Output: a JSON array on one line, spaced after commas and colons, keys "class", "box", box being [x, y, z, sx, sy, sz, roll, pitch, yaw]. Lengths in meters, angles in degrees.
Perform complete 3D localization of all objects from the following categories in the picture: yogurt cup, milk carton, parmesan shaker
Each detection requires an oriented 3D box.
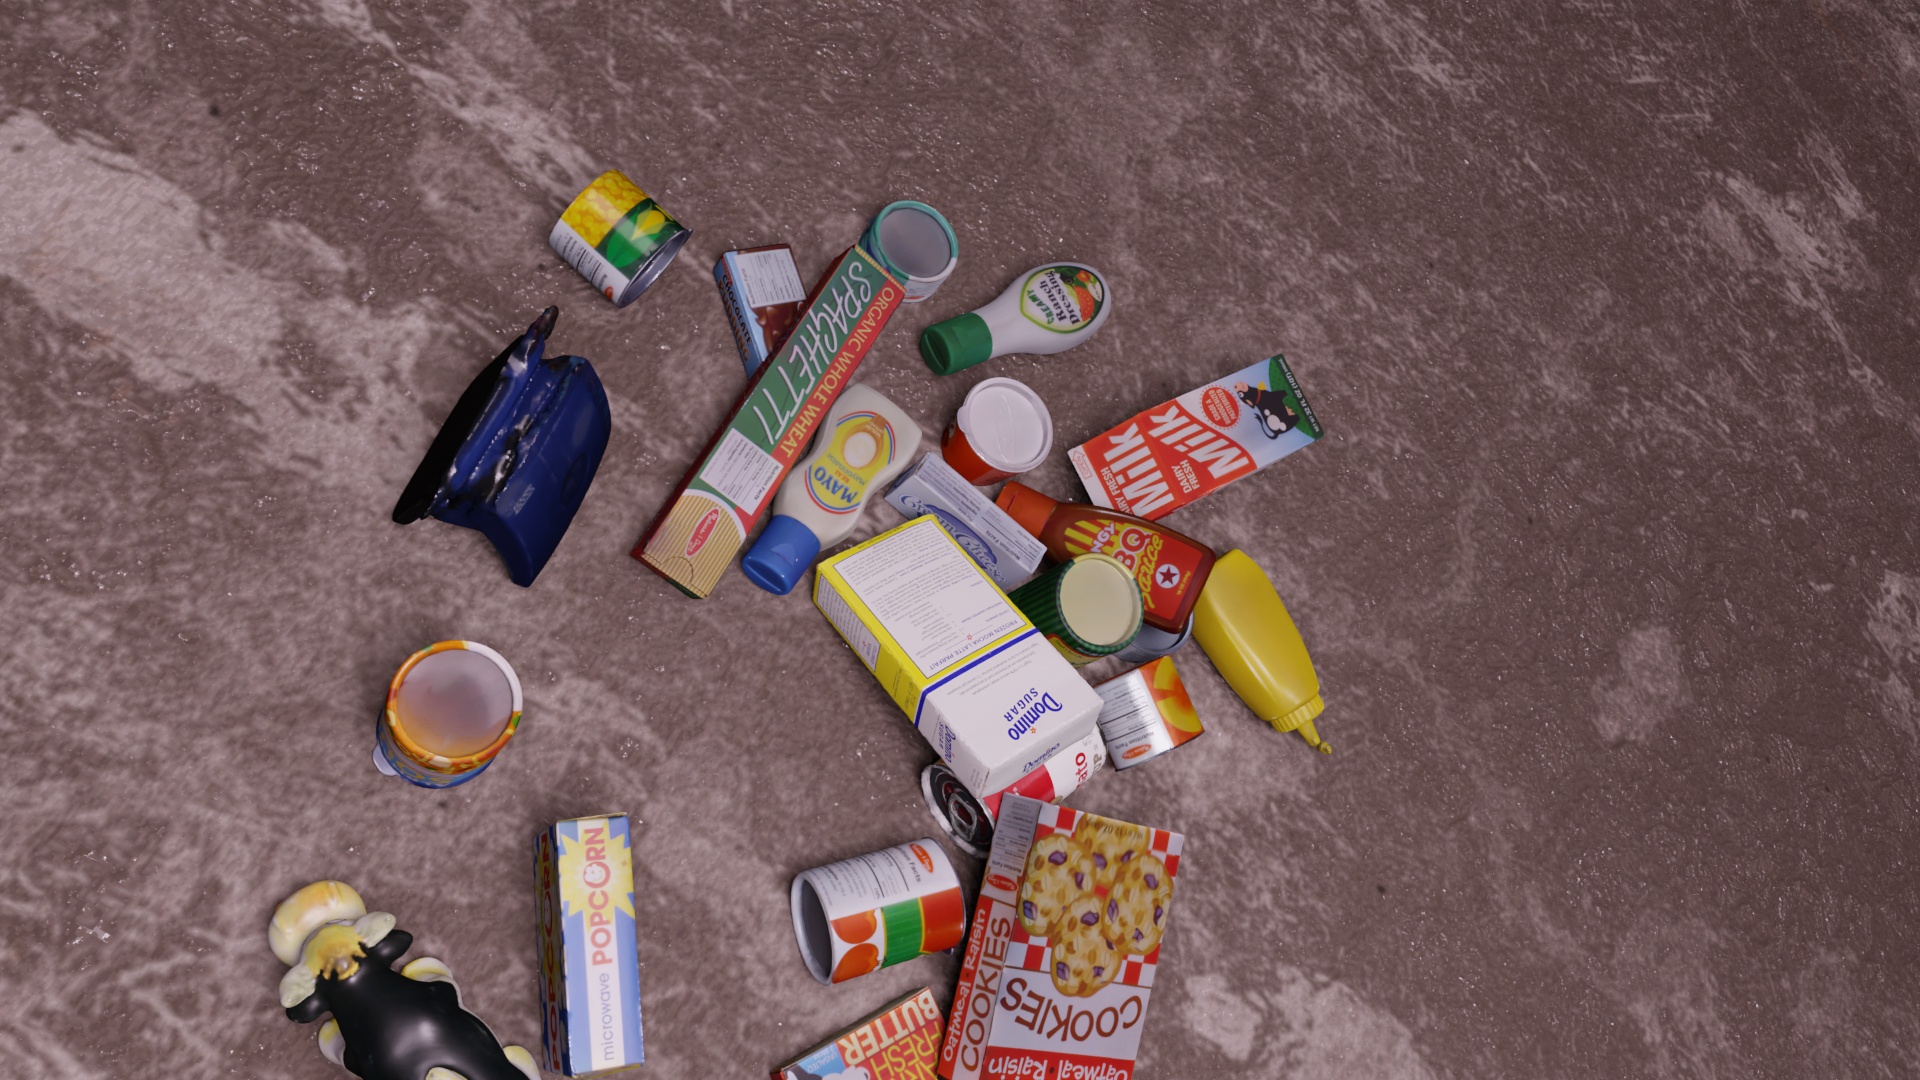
[{"class": "yogurt cup", "box": [0.022, -0.071, 0.951, 0.072, 0.053, 0.072, 8, 69, -23]}, {"class": "milk carton", "box": [0.164, -0.065, 1.007, 0.191, 0.073, 0.072, -25, 85, -30]}, {"class": "parmesan shaker", "box": [0.062, 0.052, 0.899, 0.071, 0.102, 0.071, 8, 70, -23]}]

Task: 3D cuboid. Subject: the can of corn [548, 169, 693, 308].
[{"class": "can of corn", "box": [-0.213, -0.191, 0.873, 0.058, 0.071, 0.071, 41, 60, -7]}]

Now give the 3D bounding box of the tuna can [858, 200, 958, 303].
[{"class": "tuna can", "box": [-0.038, -0.207, 0.982, 0.071, 0.032, 0.071, 8, 69, -23]}]

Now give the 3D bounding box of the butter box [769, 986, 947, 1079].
[{"class": "butter box", "box": [-0.052, 0.305, 0.801, 0.104, 0.024, 0.053, -21, 82, -30]}]

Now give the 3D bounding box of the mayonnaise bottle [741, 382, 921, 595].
[{"class": "mayonnaise bottle", "box": [-0.085, -0.031, 0.893, 0.065, 0.041, 0.149, 38, 60, -9]}]

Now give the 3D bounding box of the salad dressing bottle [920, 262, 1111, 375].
[{"class": "salad dressing bottle", "box": [0.040, -0.157, 0.996, 0.148, 0.043, 0.064, -25, 83, -30]}]

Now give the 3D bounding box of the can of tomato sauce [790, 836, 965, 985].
[{"class": "can of tomato sauce", "box": [-0.049, 0.217, 0.810, 0.083, 0.071, 0.071, -9, 77, -27]}]

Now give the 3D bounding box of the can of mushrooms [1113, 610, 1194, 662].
[{"class": "can of mushrooms", "box": [0.127, 0.049, 0.972, 0.071, 0.033, 0.071, 8, 70, -23]}]

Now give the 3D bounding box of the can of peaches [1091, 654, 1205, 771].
[{"class": "can of peaches", "box": [0.122, 0.114, 0.929, 0.071, 0.071, 0.058, -21, 82, -30]}]

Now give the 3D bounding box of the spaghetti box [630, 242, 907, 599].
[{"class": "spaghetti box", "box": [-0.117, -0.078, 0.876, 0.050, 0.028, 0.251, 39, 68, -22]}]

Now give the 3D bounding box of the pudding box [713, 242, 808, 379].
[{"class": "pudding box", "box": [-0.127, -0.152, 0.922, 0.050, 0.030, 0.084, -15, 79, -30]}]

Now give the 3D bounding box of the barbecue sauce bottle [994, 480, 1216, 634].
[{"class": "barbecue sauce bottle", "box": [0.093, 0.005, 0.935, 0.149, 0.043, 0.065, 25, 86, 13]}]

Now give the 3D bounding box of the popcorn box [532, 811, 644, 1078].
[{"class": "popcorn box", "box": [-0.197, 0.212, 0.728, 0.038, 0.085, 0.127, 0, 73, -25]}]

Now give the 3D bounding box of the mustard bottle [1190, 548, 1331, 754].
[{"class": "mustard bottle", "box": [0.217, 0.087, 0.993, 0.065, 0.048, 0.160, -30, 87, -31]}]

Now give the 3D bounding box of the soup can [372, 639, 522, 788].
[{"class": "soup can", "box": [-0.273, 0.094, 0.734, 0.071, 0.083, 0.071, 8, 70, -23]}]

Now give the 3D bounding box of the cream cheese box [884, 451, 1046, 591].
[{"class": "cream cheese box", "box": [0.003, -0.012, 0.922, 0.104, 0.053, 0.024, 39, 61, -9]}]

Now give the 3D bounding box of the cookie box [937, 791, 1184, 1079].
[{"class": "cookie box", "box": [0.062, 0.246, 0.830, 0.123, 0.040, 0.167, 21, 78, -35]}]
